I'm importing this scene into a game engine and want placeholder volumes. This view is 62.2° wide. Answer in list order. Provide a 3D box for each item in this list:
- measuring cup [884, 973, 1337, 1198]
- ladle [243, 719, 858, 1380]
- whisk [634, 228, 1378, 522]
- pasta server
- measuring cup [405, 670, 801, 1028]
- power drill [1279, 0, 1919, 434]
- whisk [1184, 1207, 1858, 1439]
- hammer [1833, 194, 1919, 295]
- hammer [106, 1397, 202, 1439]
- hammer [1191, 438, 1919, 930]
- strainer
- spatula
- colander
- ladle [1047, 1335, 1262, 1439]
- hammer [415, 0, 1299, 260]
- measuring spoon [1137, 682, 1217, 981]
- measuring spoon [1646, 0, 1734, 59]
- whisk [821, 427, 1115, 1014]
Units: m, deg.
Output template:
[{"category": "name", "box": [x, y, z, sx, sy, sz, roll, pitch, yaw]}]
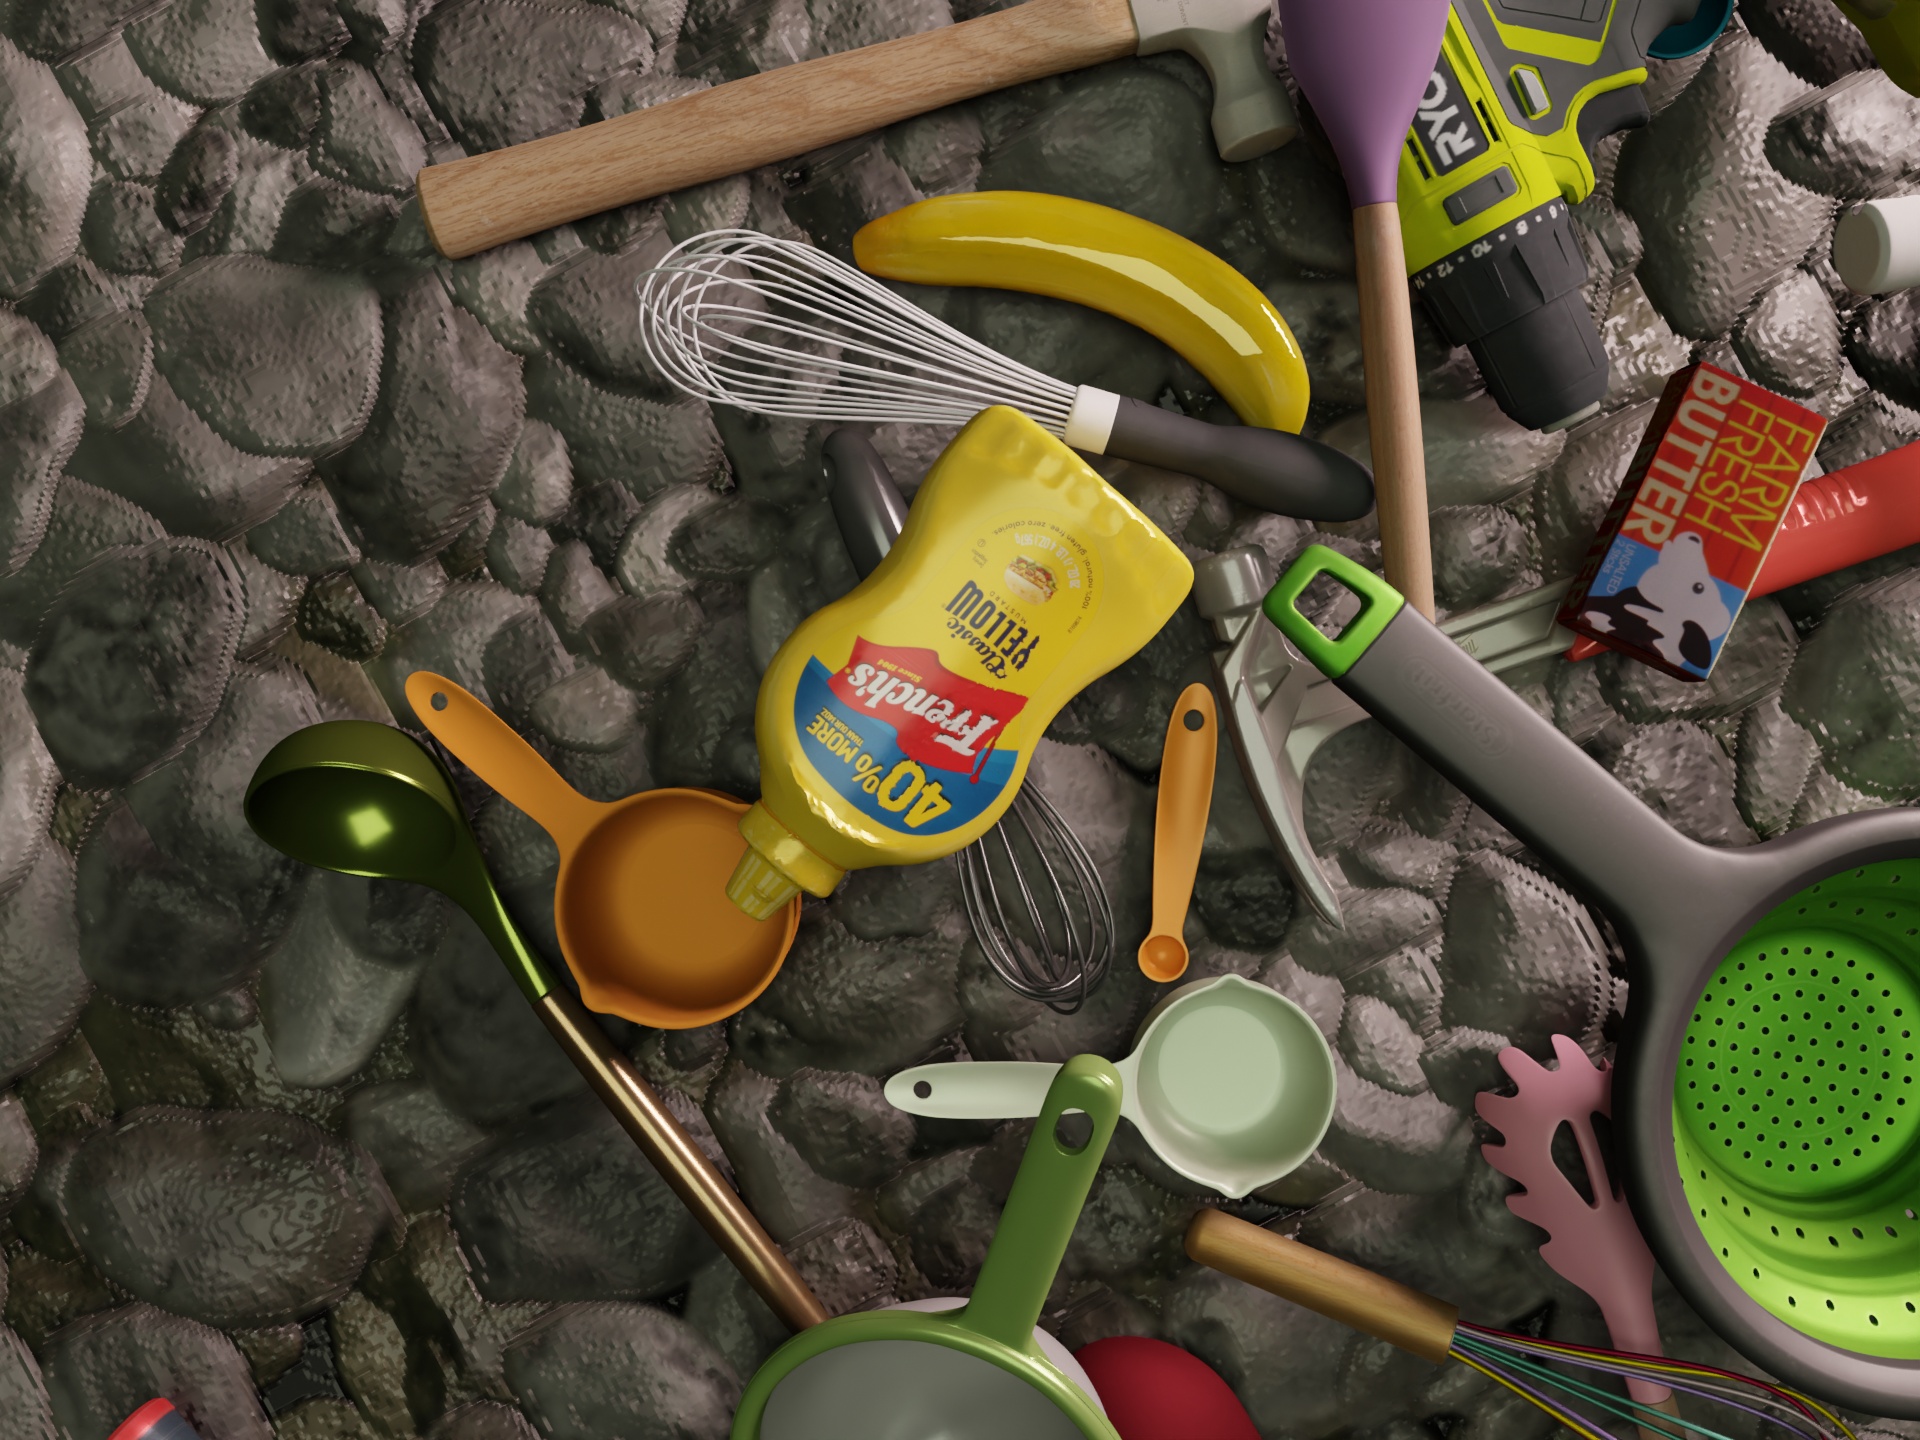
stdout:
[{"category": "measuring cup", "box": [0.056, 0.136, 0.605, 0.167, 0.038, 0.083, -2, 90, 3]}, {"category": "ladle", "box": [-0.147, 0.130, 0.599, 0.078, 0.062, 0.320, -35, 94, 38]}, {"category": "whisk", "box": [0.017, -0.120, 0.585, 0.284, 0.070, 0.070, 16, 90, 0]}, {"category": "pasta server", "box": [0.264, 0.276, 0.599, 0.060, 0.040, 0.316, -16, 90, 1]}, {"category": "measuring cup", "box": [-0.135, 0.041, 0.600, 0.173, 0.052, 0.095, 41, 91, 3]}, {"category": "power drill", "box": [0.254, -0.231, 0.569, 0.228, 0.080, 0.190, -27, 95, 13]}, {"category": "whisk", "box": [0.201, 0.229, 0.577, 0.245, 0.051, 0.047, 18, 80, 19]}, {"category": "hammer", "box": [0.402, -0.027, 0.573, 0.146, 0.035, 0.334, -9, 100, -2]}, {"category": "hammer", "box": [-0.164, 0.384, 0.585, 0.386, 0.038, 0.143, 40, 120, 4]}, {"category": "hammer", "box": [0.276, -0.046, 0.602, 0.359, 0.036, 0.149, -19, 90, 1]}, {"category": "strainer", "box": [0.011, 0.217, 0.566, 0.151, 0.069, 0.256, 20, 110, 7]}, {"category": "spatula", "box": [0.150, -0.154, 0.558, 0.060, 0.018, 0.316, -5, 98, 11]}, {"category": "colander", "box": [0.262, 0.078, 0.571, 0.397, 0.094, 0.204, 40, 90, 1]}, {"category": "ladle", "box": [0.177, 0.329, 0.609, 0.315, 0.031, 0.069, 28, 92, -1]}, {"category": "hammer", "box": [-0.046, -0.241, 0.609, 0.331, 0.031, 0.130, -16, 90, 1]}, {"category": "measuring spoon", "box": [0.085, 0.043, 0.619, 0.021, 0.011, 0.117, 8, 86, 1]}, {"category": "measuring spoon", "box": [0.229, -0.269, 0.616, 0.128, 0.021, 0.042, -6, 99, 10]}, {"category": "whisk", "box": [-0.001, -0.002, 0.602, 0.055, 0.055, 0.239, -23, 86, 1]}]
